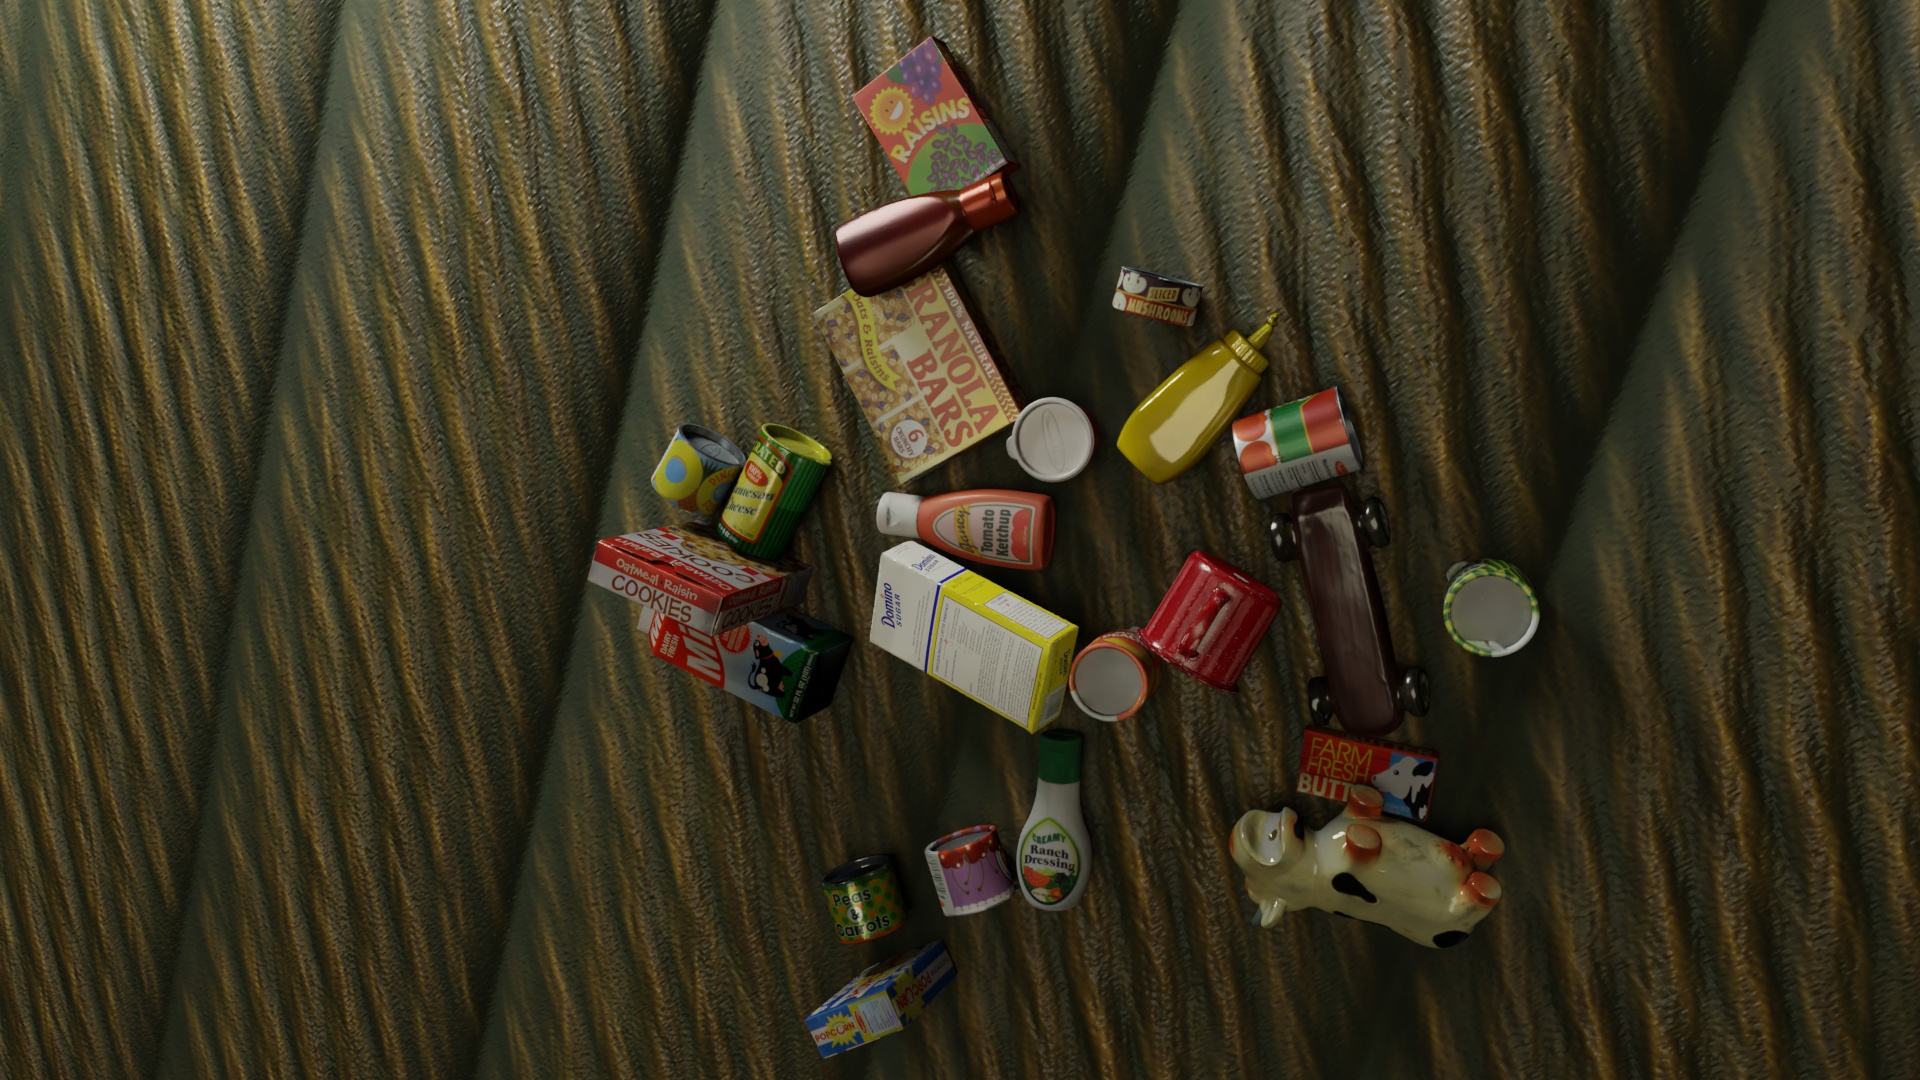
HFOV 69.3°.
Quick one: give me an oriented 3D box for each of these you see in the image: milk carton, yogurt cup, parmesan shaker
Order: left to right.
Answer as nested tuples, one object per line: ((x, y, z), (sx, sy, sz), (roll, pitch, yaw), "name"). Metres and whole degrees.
((-0.202, 0.086, 1.241), (0.191, 0.073, 0.072), (23, 104, 16), "milk carton")
((-0.162, -0.041, 1.214), (0.071, 0.071, 0.102), (31, 106, 13), "parmesan shaker")
((0.081, -0.083, 1.132), (0.072, 0.054, 0.072), (3, 98, 19), "yogurt cup")

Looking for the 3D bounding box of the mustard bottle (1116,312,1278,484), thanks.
((0.195, -0.116, 1.091), (0.065, 0.049, 0.160), (47, 108, 10), "mustard bottle")

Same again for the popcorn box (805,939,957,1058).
((-0.066, 0.395, 1.203), (0.085, 0.127, 0.038), (-26, 84, 20), "popcorn box")

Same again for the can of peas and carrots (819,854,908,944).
((-0.085, 0.318, 1.230), (0.071, 0.071, 0.058), (-16, 92, 20), "can of peas and carrots")

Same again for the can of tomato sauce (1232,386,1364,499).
((0.258, -0.076, 1.066), (0.083, 0.071, 0.071), (-17, 91, 21), "can of tomato sauce")

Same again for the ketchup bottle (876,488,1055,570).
((0.004, -0.015, 1.173), (0.149, 0.044, 0.064), (7, 104, 19), "ketchup bottle")

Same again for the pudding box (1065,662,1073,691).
((0.057, 0.100, 1.176), (0.049, 0.030, 0.084), (-41, 82, 20), "pudding box")

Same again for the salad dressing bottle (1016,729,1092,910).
((0.081, 0.236, 1.176), (0.064, 0.044, 0.147), (5, 98, 20), "salad dressing bottle")

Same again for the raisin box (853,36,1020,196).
((-0.020, -0.337, 1.145), (0.086, 0.040, 0.123), (-32, 87, 21), "raisin box")

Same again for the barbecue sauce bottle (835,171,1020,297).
((-0.026, -0.250, 1.115), (0.148, 0.044, 0.065), (-19, 83, 20), "barbecue sauce bottle")

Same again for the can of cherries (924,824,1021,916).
((0.011, 0.283, 1.197), (0.071, 0.071, 0.058), (-18, 90, 20), "can of cherries")

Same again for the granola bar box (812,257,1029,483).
((-0.032, -0.149, 1.171), (0.124, 0.039, 0.165), (-28, 87, 19), "granola bar box")

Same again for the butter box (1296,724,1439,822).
((0.320, 0.183, 1.097), (0.103, 0.024, 0.053), (11, 101, 18), "butter box")

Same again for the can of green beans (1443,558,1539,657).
((0.395, 0.050, 1.037), (0.071, 0.058, 0.071), (2, 97, 19), "can of green beans")

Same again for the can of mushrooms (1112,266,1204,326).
((0.154, -0.191, 1.085), (0.071, 0.071, 0.033), (18, 105, 16), "can of mushrooms")

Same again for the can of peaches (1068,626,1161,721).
((0.128, 0.108, 1.137), (0.071, 0.058, 0.071), (3, 98, 19), "can of peaches")

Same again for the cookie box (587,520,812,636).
((-0.219, 0.028, 1.190), (0.123, 0.168, 0.040), (22, 103, 15), "cookie box")

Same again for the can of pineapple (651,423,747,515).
((-0.232, -0.062, 1.238), (0.071, 0.071, 0.057), (36, 108, 12), "can of pineapple")
